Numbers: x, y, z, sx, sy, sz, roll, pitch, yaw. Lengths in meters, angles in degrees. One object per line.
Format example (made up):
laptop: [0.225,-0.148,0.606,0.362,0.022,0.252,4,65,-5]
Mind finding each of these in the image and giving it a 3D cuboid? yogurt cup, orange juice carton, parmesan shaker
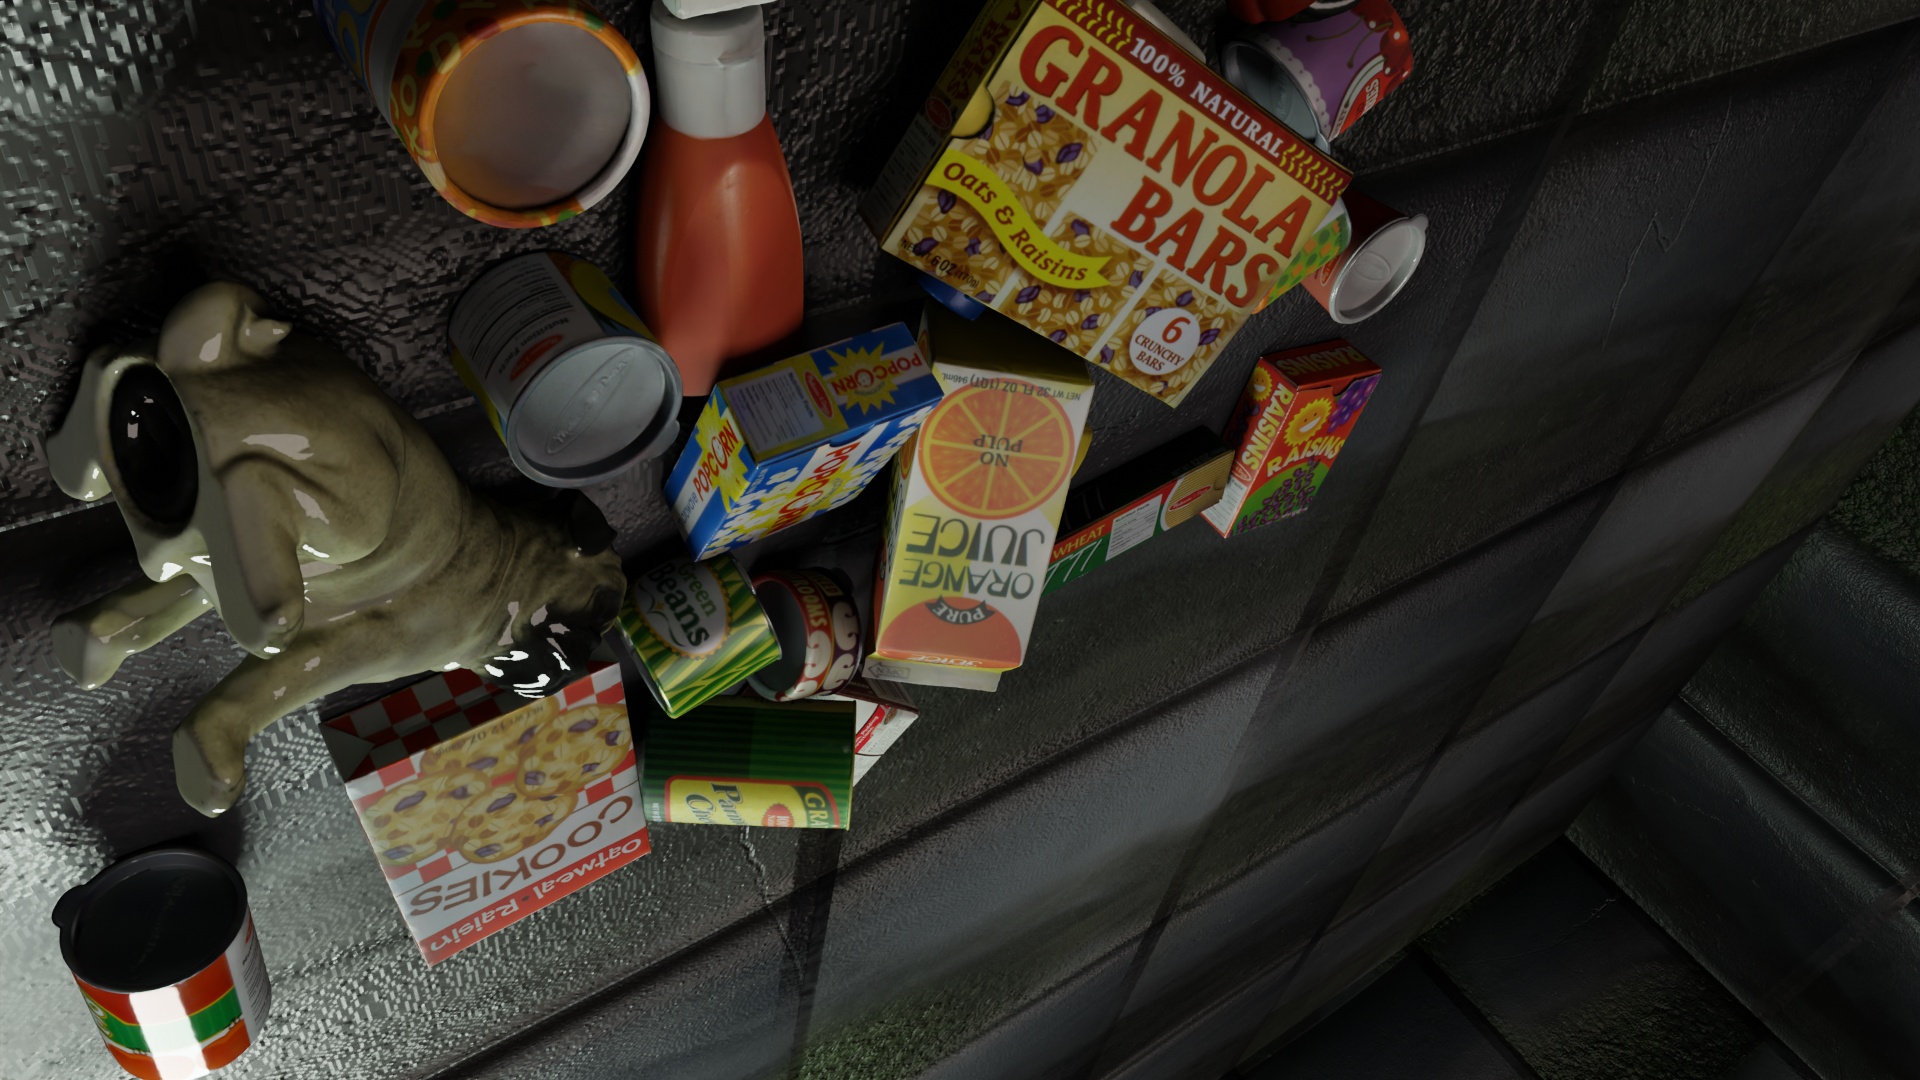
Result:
yogurt cup: [0.215,-0.163,0.775,0.072,0.054,0.072,-28,146,-21]
orange juice carton: [0.002,-0.008,0.658,0.072,0.073,0.191,7,119,-10]
parmesan shaker: [-0.107,0.113,0.710,0.103,0.072,0.071,3,137,-6]

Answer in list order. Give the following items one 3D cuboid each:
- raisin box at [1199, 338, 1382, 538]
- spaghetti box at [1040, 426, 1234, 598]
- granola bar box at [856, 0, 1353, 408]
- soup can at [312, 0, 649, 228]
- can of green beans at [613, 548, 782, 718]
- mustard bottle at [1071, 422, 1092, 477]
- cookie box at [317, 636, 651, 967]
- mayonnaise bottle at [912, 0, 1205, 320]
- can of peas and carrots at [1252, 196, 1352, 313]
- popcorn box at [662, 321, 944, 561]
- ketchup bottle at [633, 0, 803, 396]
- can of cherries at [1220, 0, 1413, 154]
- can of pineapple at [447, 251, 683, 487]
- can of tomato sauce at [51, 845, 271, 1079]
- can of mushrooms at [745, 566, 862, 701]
raisin box: [0.211,-0.066,0.904,0.086,0.040,0.122,-14,139,-36]
spaghetti box: [0.060,0.002,0.832,0.251,0.029,0.049,-26,146,-24]
granola bar box: [0.061,-0.140,0.563,0.165,0.039,0.123,23,113,-32]
soup can: [-0.137,-0.138,0.391,0.071,0.084,0.071,-28,146,-21]
can of green beans: [-0.124,0.040,0.642,0.058,0.071,0.071,-30,147,-18]
mustard bottle: [0.002,-0.011,0.734,0.065,0.049,0.159,14,118,-50]
cookie box: [-0.219,0.122,0.665,0.123,0.040,0.166,-25,144,-26]
mayonnaise bottle: [0.037,-0.163,0.593,0.065,0.041,0.147,21,114,-46]
can of peas and carrots: [0.153,-0.156,0.705,0.059,0.071,0.070,-36,148,-7]
popcorn box: [-0.070,-0.039,0.583,0.085,0.038,0.126,-23,172,-27]
ketchup bottle: [-0.088,-0.122,0.503,0.065,0.043,0.148,-24,144,-26]
can of cherries: [0.164,-0.217,0.636,0.058,0.072,0.071,-40,149,-4]
can of pineapple: [-0.143,-0.061,0.504,0.071,0.058,0.070,-28,146,-21]
can of tomato sauce: [-0.334,0.180,0.585,0.071,0.071,0.082,-19,143,-32]
can of mushrooms: [-0.082,0.045,0.694,0.033,0.071,0.070,-3,132,-44]
